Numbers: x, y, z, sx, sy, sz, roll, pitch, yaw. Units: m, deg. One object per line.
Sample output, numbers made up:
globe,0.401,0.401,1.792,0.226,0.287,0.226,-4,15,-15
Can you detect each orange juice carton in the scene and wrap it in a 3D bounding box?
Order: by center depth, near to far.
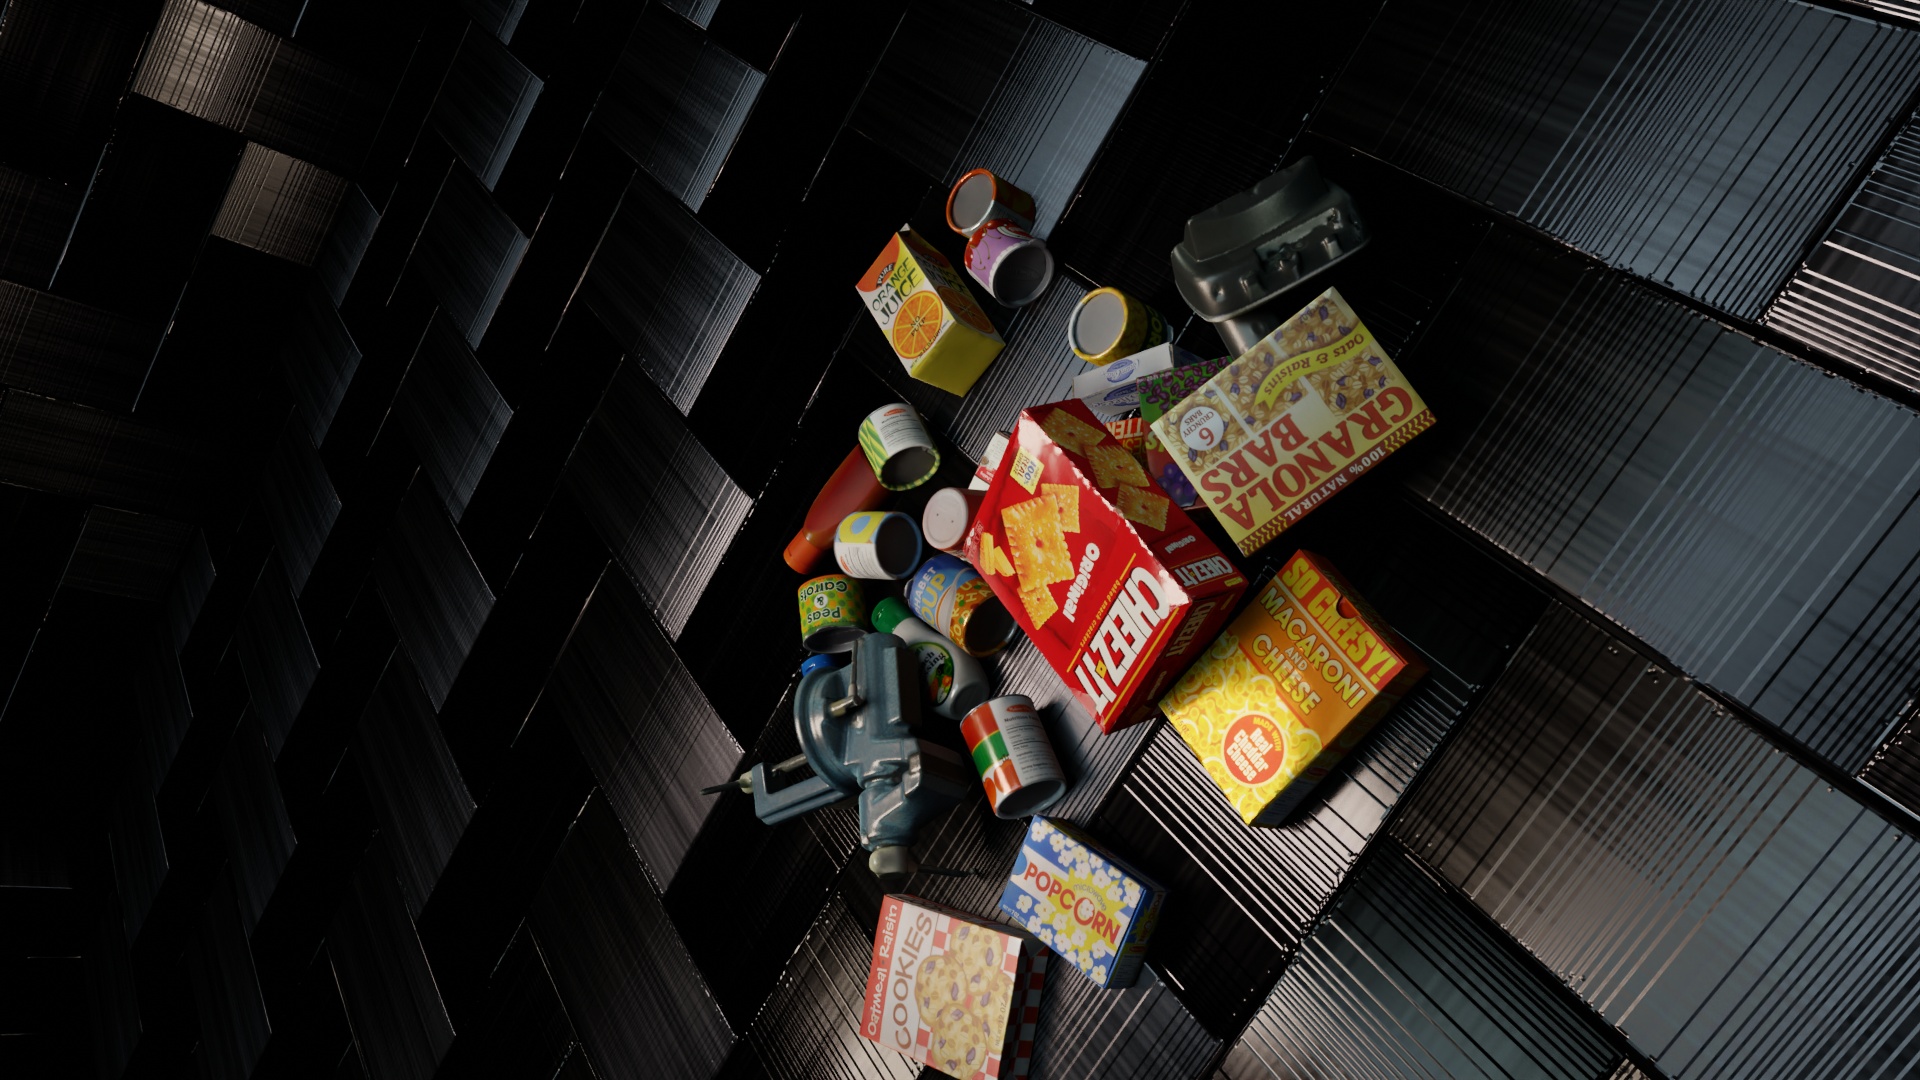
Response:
orange juice carton,-0.039,-0.235,1.372,0.071,0.073,0.193,-49,48,23

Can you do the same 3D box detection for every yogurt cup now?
yogurt cup,0.004,-0.015,1.218,0.072,0.054,0.072,-12,72,42

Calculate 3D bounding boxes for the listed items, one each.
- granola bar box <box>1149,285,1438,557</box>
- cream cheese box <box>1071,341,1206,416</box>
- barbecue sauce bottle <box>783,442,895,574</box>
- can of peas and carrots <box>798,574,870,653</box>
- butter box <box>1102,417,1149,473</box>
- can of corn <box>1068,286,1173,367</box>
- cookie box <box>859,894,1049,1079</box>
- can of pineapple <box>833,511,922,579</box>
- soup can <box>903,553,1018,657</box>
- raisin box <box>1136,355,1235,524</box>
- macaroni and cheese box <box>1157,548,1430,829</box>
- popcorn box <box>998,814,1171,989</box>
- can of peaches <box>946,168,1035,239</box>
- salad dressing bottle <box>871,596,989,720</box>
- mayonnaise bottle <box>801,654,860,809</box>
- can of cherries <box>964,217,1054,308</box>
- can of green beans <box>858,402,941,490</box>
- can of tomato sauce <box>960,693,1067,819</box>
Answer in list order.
granola bar box,0.243,-0.085,1.017,0.165,0.039,0.124,-38,80,18
cream cheese box,0.150,-0.134,1.167,0.103,0.053,0.024,-16,68,41
barbecue sauce bottle,-0.125,-0.028,1.412,0.148,0.043,0.065,-48,49,24
can of peas and carrots,-0.125,0.071,1.361,0.070,0.071,0.059,-30,57,35
butter box,0.140,-0.075,1.179,0.103,0.024,0.053,-5,74,44
can of corn,0.137,-0.178,1.190,0.071,0.058,0.071,-16,67,41
cookie box,-0.009,0.377,1.169,0.167,0.040,0.123,3,79,45
can of pineapple,-0.078,0.003,1.340,0.058,0.071,0.071,1,78,44
soup can,0.001,0.058,1.240,0.084,0.071,0.071,33,101,45
raisin box,0.191,-0.078,1.100,0.086,0.040,0.124,-11,68,17
macaroni and cheese box,0.238,0.108,1.012,0.166,0.040,0.124,-52,48,20
popcorn box,0.097,0.284,1.097,0.127,0.038,0.085,26,97,45
can of peaches,0.028,-0.320,1.344,0.071,0.058,0.071,-15,68,41
salad dressing bottle,-0.031,0.105,1.276,0.148,0.044,0.064,43,114,44
mayonnaise bottle,-0.120,0.181,1.341,0.064,0.041,0.148,-39,53,28
can of cherries,0.047,-0.263,1.301,0.071,0.071,0.058,-55,45,17
can of green beans,-0.059,-0.090,1.350,0.071,0.071,0.058,-46,50,25
can of tomato sauce,0.044,0.182,1.163,0.071,0.071,0.083,-43,52,27
